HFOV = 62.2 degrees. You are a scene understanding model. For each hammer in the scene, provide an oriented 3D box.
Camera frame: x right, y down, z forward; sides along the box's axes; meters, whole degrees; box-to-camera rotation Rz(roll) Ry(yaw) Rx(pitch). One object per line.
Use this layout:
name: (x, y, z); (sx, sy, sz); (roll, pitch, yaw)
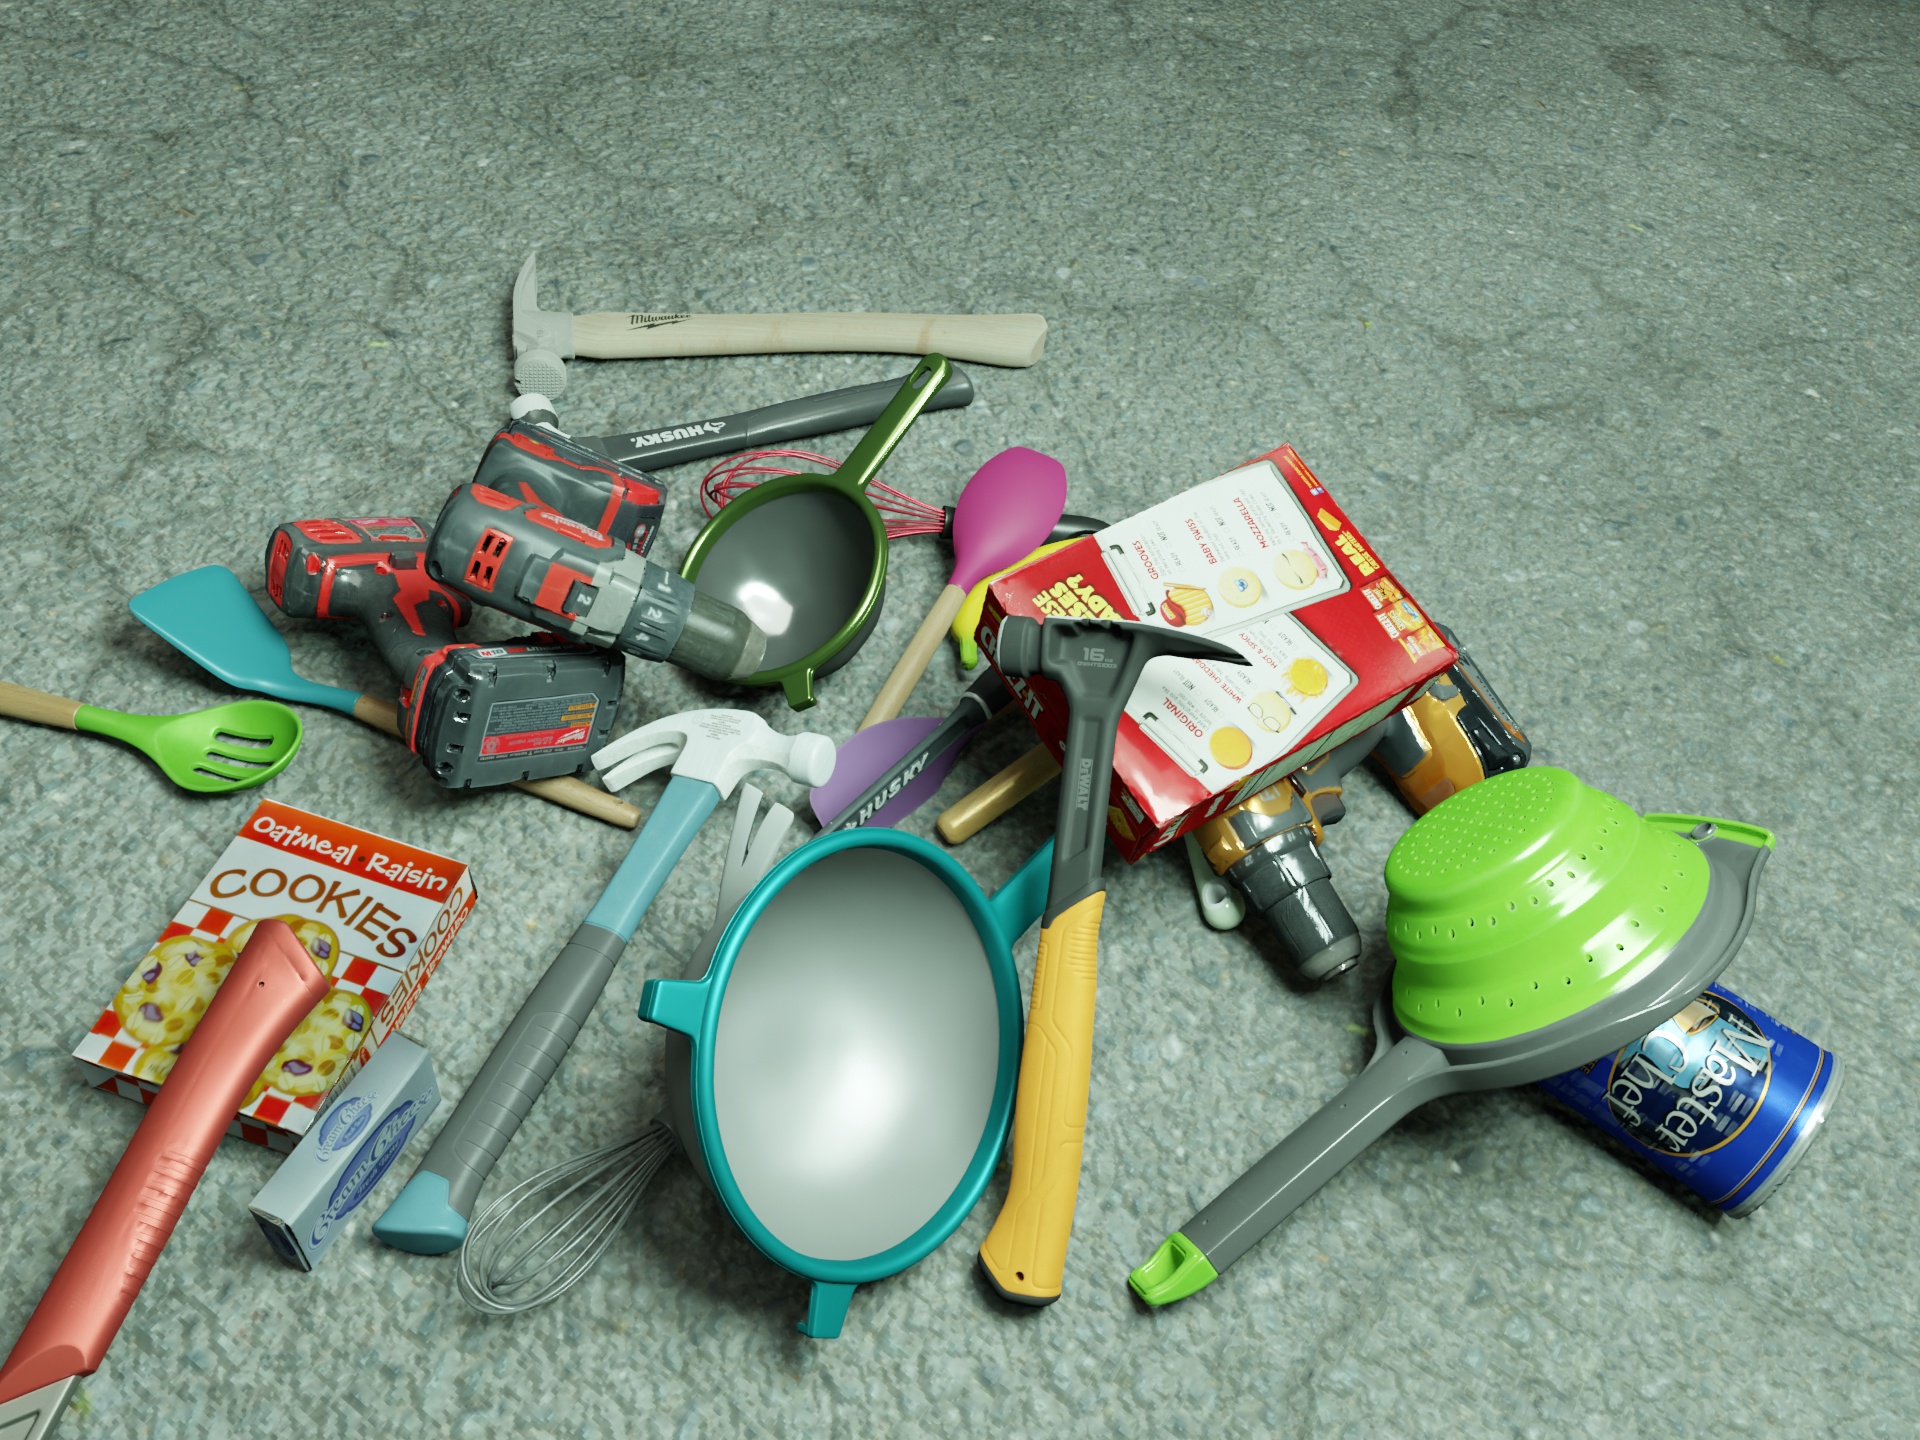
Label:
hammer: (-0.192, 0.123, 0.830); (0.128, 0.033, 0.331); (13, 55, 23)
hammer: (-0.385, 0.247, 0.686); (0.149, 0.036, 0.359); (16, 58, 3)
hammer: (-0.136, -0.307, 1.237); (0.410, 0.038, 0.146); (-3, 49, -13)
hammer: (-0.143, -0.210, 1.153); (0.334, 0.035, 0.146); (-17, 54, -23)
hammer: (-0.001, -0.003, 0.930); (0.036, 0.149, 0.409); (31, 50, 20)
hammer: (0.061, 0.116, 0.783); (0.127, 0.034, 0.337); (6, 84, 21)

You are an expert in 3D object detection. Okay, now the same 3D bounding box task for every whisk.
whisk: (-0.031, -0.140, 1.099); (0.295, 0.073, 0.073); (6, 49, -12)
whisk: (-0.148, 0.205, 0.792); (0.055, 0.055, 0.239); (37, 49, 21)
whisk: (0.140, 0.022, 1.000); (0.058, 0.059, 0.247); (-23, 52, 19)
whisk: (0.090, 0.000, 0.968); (0.245, 0.051, 0.047); (-35, 68, -11)

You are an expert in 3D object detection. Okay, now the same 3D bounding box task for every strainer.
strainer: (-0.034, 0.129, 0.821); (0.095, 0.211, 0.340); (-6, 23, 42)
strainer: (-0.074, -0.120, 1.024); (0.152, 0.069, 0.256); (28, 77, 33)

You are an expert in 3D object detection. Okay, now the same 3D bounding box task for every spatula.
spatula: (-0.332, -0.008, 0.940); (0.317, 0.044, 0.082); (22, 26, 7)
spatula: (0.026, -0.014, 1.018); (0.316, 0.018, 0.059); (-33, 100, -34)

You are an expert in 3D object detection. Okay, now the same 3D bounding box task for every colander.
colander: (0.225, 0.138, 0.809); (0.397, 0.204, 0.094); (-37, 100, -11)

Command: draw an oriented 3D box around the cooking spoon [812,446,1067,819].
cooking spoon: (-0.014, -0.064, 1.023); (0.069, 0.017, 0.319); (24, 61, 11)

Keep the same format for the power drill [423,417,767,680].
power drill: (-0.212, -0.096, 0.941); (0.187, 0.080, 0.227); (23, 13, -20)

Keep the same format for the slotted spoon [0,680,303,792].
slotted spoon: (-0.530, -0.009, 0.919); (0.314, 0.031, 0.070); (13, 49, 3)

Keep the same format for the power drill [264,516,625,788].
power drill: (-0.302, -0.054, 0.947); (0.143, 0.078, 0.220); (-8, 37, -47)

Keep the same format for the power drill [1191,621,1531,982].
power drill: (0.236, 0.044, 0.954); (0.226, 0.084, 0.185); (-17, 67, -29)
